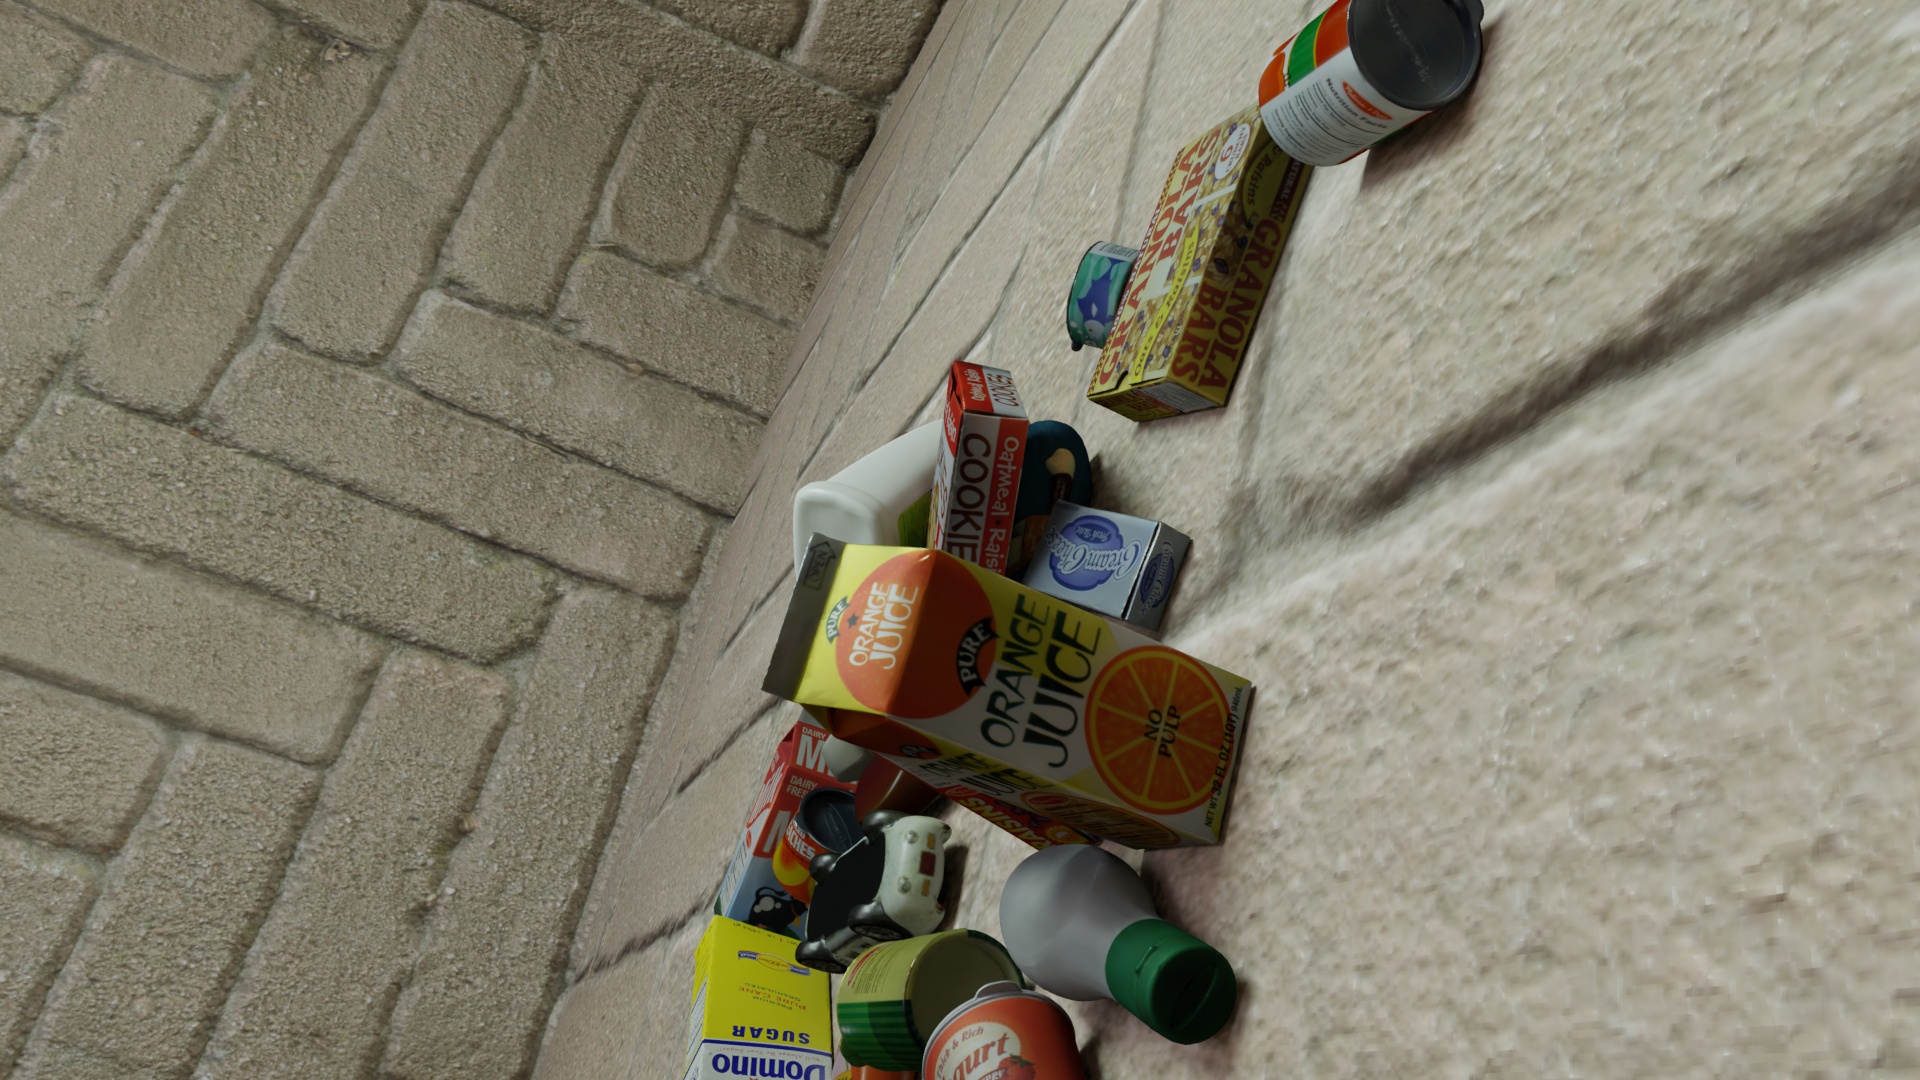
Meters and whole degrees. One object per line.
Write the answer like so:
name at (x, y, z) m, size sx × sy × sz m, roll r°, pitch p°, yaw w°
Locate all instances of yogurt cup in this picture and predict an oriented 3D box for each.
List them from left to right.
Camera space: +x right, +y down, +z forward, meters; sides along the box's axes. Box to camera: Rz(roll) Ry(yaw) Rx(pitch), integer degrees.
yogurt cup at (0.023, 0.229, 0.572) m, size 0.072 × 0.072 × 0.054 m, roll -64°, pitch 23°, yaw 14°

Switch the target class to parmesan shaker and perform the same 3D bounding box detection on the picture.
parmesan shaker at (-0.017, 0.235, 0.697) m, size 0.102 × 0.071 × 0.071 m, roll -40°, pitch 31°, yaw 61°

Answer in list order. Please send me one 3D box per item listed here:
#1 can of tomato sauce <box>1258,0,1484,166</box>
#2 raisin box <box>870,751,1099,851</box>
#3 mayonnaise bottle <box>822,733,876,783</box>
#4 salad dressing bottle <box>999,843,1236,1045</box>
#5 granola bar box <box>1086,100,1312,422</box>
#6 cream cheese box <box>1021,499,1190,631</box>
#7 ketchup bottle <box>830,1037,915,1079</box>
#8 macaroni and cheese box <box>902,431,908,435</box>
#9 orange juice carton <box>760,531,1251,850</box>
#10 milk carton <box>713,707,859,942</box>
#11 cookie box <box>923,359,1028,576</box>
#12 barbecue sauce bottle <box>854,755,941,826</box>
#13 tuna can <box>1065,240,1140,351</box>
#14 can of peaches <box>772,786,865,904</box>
can of tomato sauce at (0.185, -0.216, 0.633) m, size 0.083 × 0.071 × 0.071 m, roll 169°, pitch 122°, yaw -74°
raisin box at (0.020, 0.085, 0.664) m, size 0.040 × 0.123 × 0.086 m, roll -22°, pitch 44°, yaw 39°
mayonnaise bottle at (-0.056, 0.125, 0.980) m, size 0.041 × 0.065 × 0.147 m, roll 58°, pitch 152°, yaw 18°
salad dressing bottle at (0.061, 0.163, 0.566) m, size 0.064 × 0.044 × 0.147 m, roll -52°, pitch 13°, yaw -11°
granola bar box at (0.134, -0.153, 0.781) m, size 0.165 × 0.039 × 0.124 m, roll -69°, pitch 14°, yaw -5°
cream cheese box at (0.075, 0.011, 0.735) m, size 0.104 × 0.024 × 0.053 m, roll 16°, pitch 84°, yaw 62°
ketchup bottle at (-0.050, 0.304, 0.765) m, size 0.064 × 0.043 × 0.149 m, roll -53°, pitch 20°, yaw 47°
macaroni and cheese box at (-0.050, 0.017, 1.076) m, size 0.123 × 0.040 × 0.167 m, roll 91°, pitch -166°, yaw -52°
orange juice carton at (0.016, 0.063, 0.575) m, size 0.072 × 0.193 × 0.072 m, roll -35°, pitch 35°, yaw 64°
milk carton at (-0.128, 0.229, 1.105) m, size 0.073 × 0.072 × 0.190 m, roll -152°, pitch 84°, yaw -76°
cookie box at (0.003, -0.010, 0.815) m, size 0.123 × 0.040 × 0.166 m, roll -101°, pitch 18°, yaw -71°
barbecue sauce bottle at (-0.022, 0.142, 0.903) m, size 0.147 × 0.043 × 0.065 m, roll -49°, pitch 17°, yaw 51°
tuna can at (0.094, -0.149, 0.869) m, size 0.071 × 0.033 × 0.070 m, roll -45°, pitch -35°, yaw -45°
can of peaches at (-0.099, 0.223, 1.010) m, size 0.071 × 0.071 × 0.057 m, roll -91°, pitch 26°, yaw -57°
